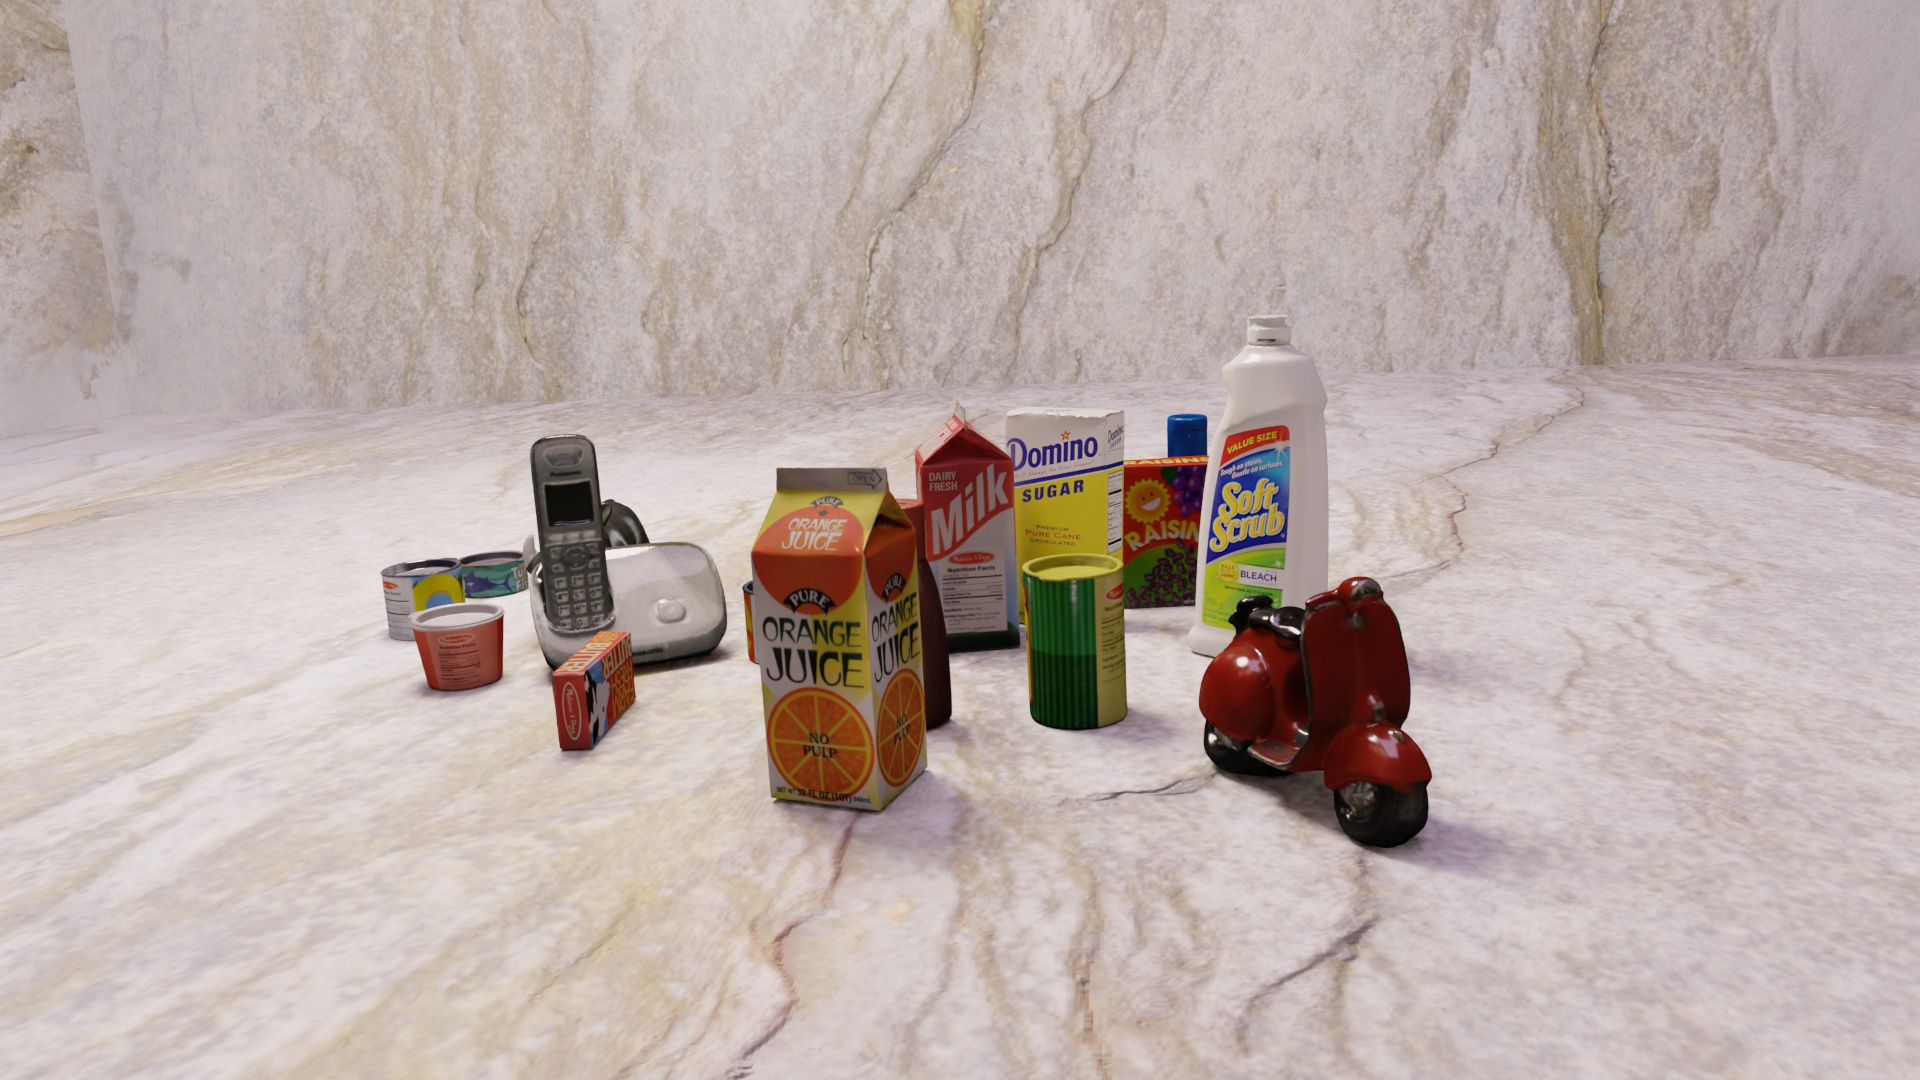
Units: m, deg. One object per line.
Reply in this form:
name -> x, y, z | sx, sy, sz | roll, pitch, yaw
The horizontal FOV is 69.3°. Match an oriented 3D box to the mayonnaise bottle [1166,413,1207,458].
mayonnaise bottle -> 0.207, -0.040, 1.264 | 0.065, 0.147, 0.041 | -8, 13, -23

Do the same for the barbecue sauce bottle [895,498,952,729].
barbecue sauce bottle -> -0.039, 0.048, 0.918 | 0.065, 0.148, 0.044 | 7, 15, 39

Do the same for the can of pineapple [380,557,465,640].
can of pineapple -> -0.463, 0.050, 1.207 | 0.071, 0.057, 0.071 | -3, 12, 1

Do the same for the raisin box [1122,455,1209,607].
raisin box -> 0.176, -0.008, 1.182 | 0.086, 0.123, 0.040 | -2, 12, 1

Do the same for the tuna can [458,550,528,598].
tuna can -> -0.450, 0.032, 1.344 | 0.071, 0.032, 0.071 | -3, 12, 1

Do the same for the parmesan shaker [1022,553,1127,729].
parmesan shaker -> 0.074, 0.066, 0.914 | 0.071, 0.102, 0.071 | -3, 12, 1

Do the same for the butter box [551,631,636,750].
butter box -> -0.248, 0.100, 0.946 | 0.024, 0.053, 0.104 | -2, 12, 4

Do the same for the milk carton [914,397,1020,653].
milk carton -> 0.004, -0.014, 1.090 | 0.073, 0.190, 0.072 | -4, 12, -5

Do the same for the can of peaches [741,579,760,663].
can of peaches -> -0.135, 0.061, 1.088 | 0.071, 0.058, 0.071 | -3, 12, 1

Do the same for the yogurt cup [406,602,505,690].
yogurt cup -> -0.380, 0.081, 1.059 | 0.072, 0.053, 0.072 | -3, 12, 1

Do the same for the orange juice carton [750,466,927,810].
orange juice carton -> -0.069, 0.052, 0.804 | 0.072, 0.192, 0.073 | 2, 13, 22
